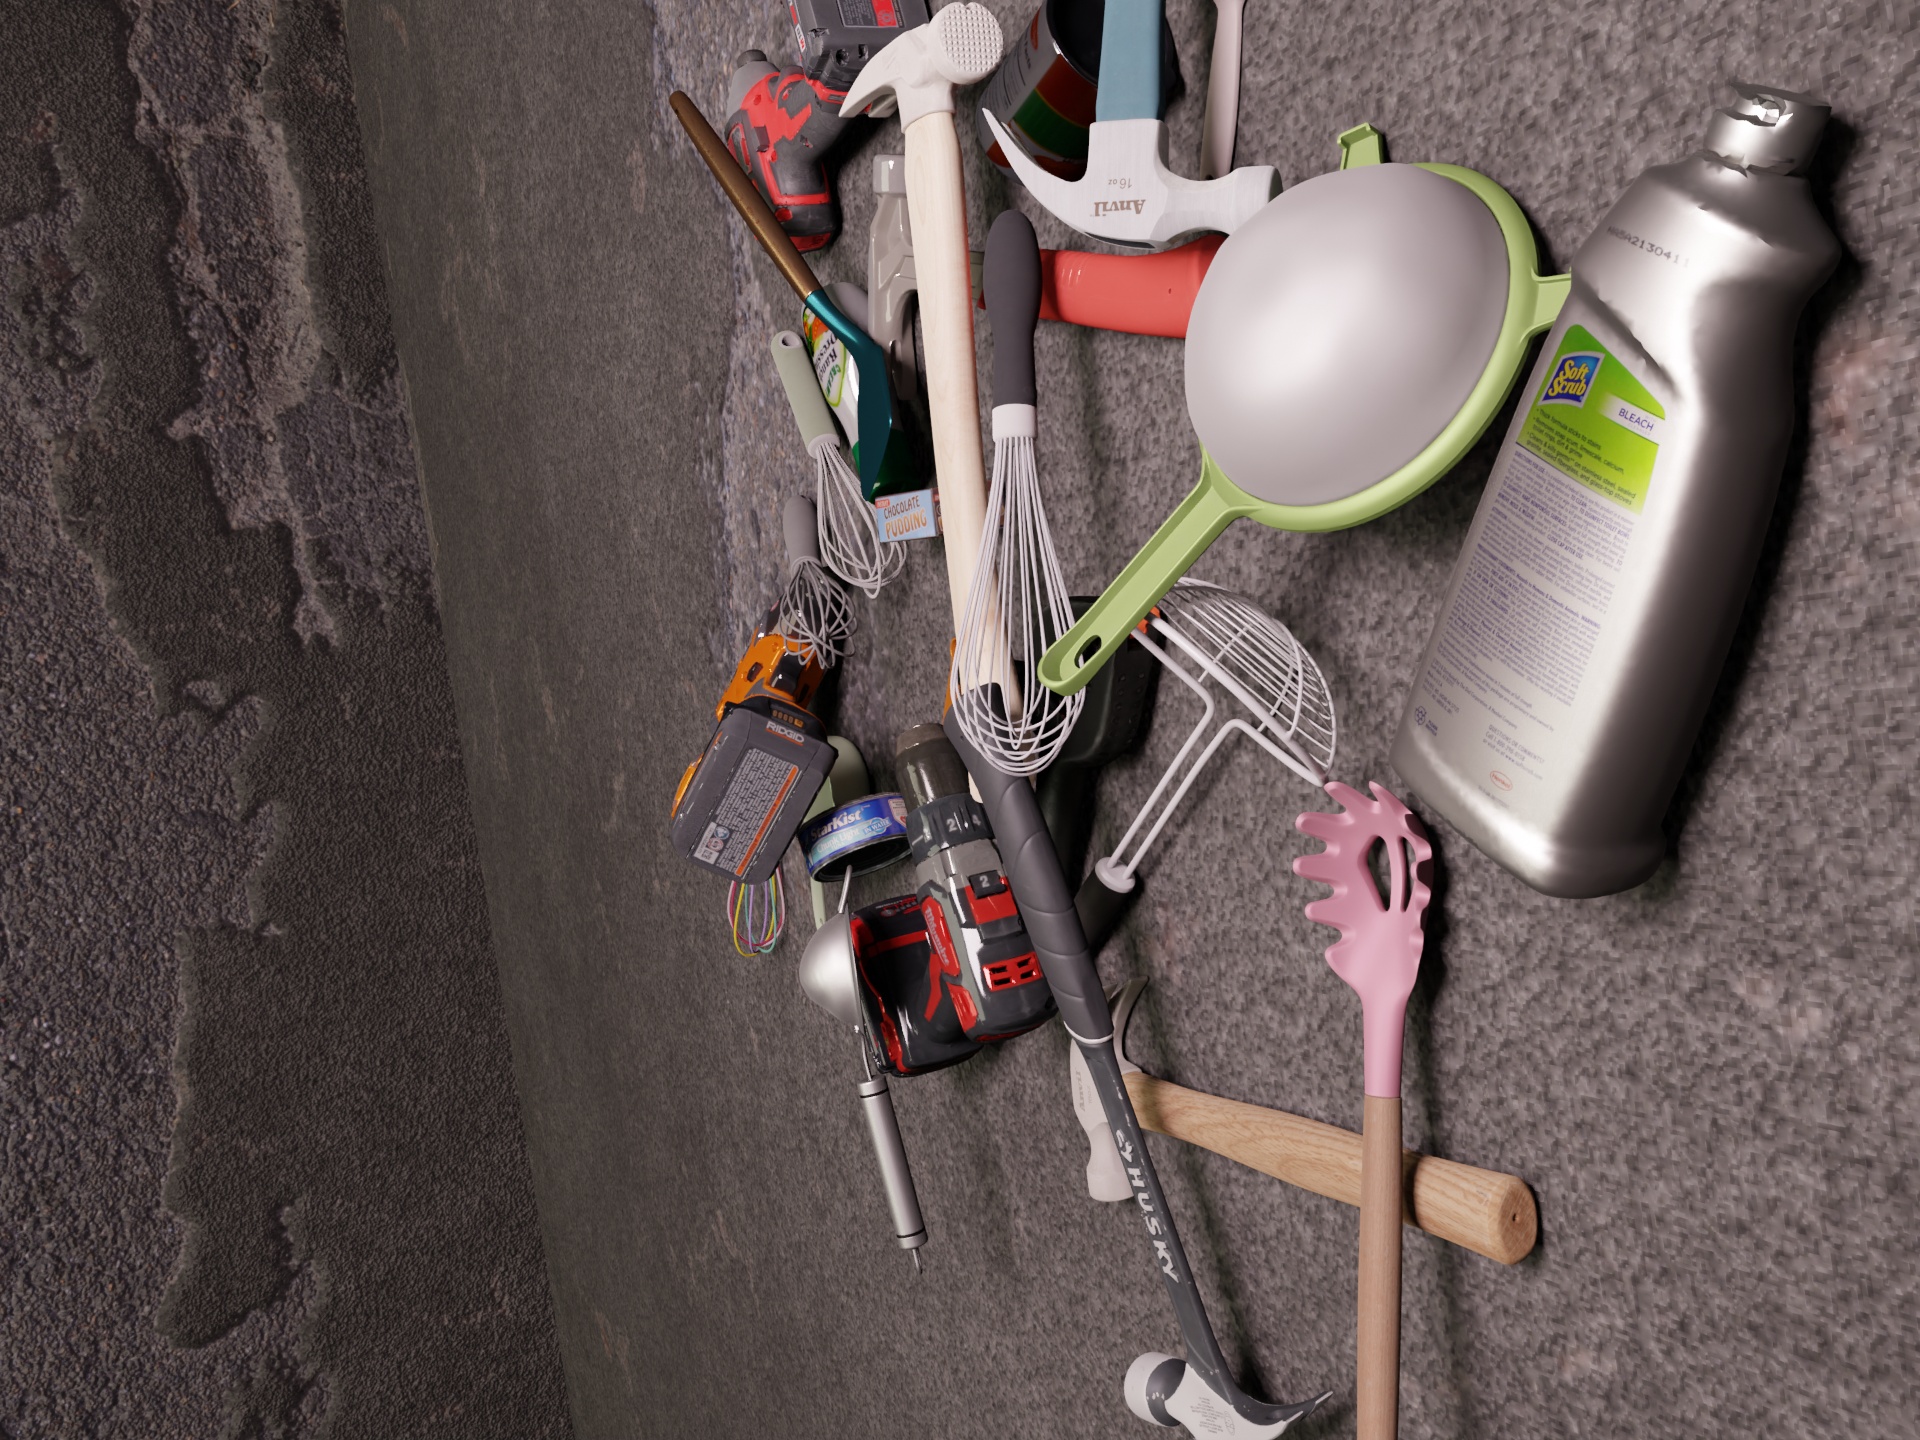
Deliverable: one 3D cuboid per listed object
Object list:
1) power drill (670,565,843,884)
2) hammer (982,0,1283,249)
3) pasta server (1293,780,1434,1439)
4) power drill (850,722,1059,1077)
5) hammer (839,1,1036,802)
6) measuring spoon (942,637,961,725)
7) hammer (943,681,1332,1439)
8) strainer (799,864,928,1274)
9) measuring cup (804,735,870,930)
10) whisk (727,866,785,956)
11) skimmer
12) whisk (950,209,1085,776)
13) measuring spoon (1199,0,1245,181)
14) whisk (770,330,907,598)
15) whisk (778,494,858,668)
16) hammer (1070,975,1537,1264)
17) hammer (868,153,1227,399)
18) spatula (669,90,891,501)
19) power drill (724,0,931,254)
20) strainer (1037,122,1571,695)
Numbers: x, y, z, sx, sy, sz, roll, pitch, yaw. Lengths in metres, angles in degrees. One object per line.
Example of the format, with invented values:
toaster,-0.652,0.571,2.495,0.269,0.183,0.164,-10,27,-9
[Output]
power drill,-0.131,-0.007,1.121,0.164,0.084,0.227,-60,14,25
hammer,0.078,-0.368,0.670,0.128,0.033,0.331,4,95,23
pasta server,0.171,0.184,0.662,0.060,0.040,0.316,-3,83,48
power drill,-0.016,0.120,0.987,0.226,0.080,0.188,122,132,-64
hammer,-0.005,-0.160,0.877,0.146,0.038,0.410,8,105,64
measuring spoon,-0.002,-0.003,1.034,0.021,0.011,0.116,49,143,46
hammer,0.074,0.176,0.818,0.149,0.036,0.409,-23,86,61
strainer,-0.059,0.222,0.997,0.087,0.050,0.258,151,104,-84
measuring cup,-0.096,0.090,1.217,0.083,0.038,0.167,35,130,55
whisk,-0.174,0.092,1.365,0.051,0.047,0.245,33,124,57
skimmer,0.081,0.061,0.800,0.127,0.090,0.363,42,142,15
whisk,0.028,-0.114,0.787,0.070,0.070,0.285,-12,77,63
measuring spoon,0.111,-0.287,0.704,0.034,0.018,0.124,35,129,54
whisk,-0.093,-0.185,1.111,0.059,0.057,0.247,104,150,-53
whisk,-0.104,-0.104,1.108,0.239,0.055,0.055,-106,20,-58
hammer,0.148,0.203,0.783,0.331,0.031,0.130,-5,95,63
hammer,0.037,-0.225,0.852,0.359,0.036,0.149,32,127,56
spatula,-0.115,-0.286,1.010,0.318,0.044,0.082,57,154,17
power drill,-0.098,-0.411,1.017,0.219,0.078,0.143,146,111,-64
strainer,0.099,-0.113,0.609,0.256,0.069,0.152,-49,42,20
